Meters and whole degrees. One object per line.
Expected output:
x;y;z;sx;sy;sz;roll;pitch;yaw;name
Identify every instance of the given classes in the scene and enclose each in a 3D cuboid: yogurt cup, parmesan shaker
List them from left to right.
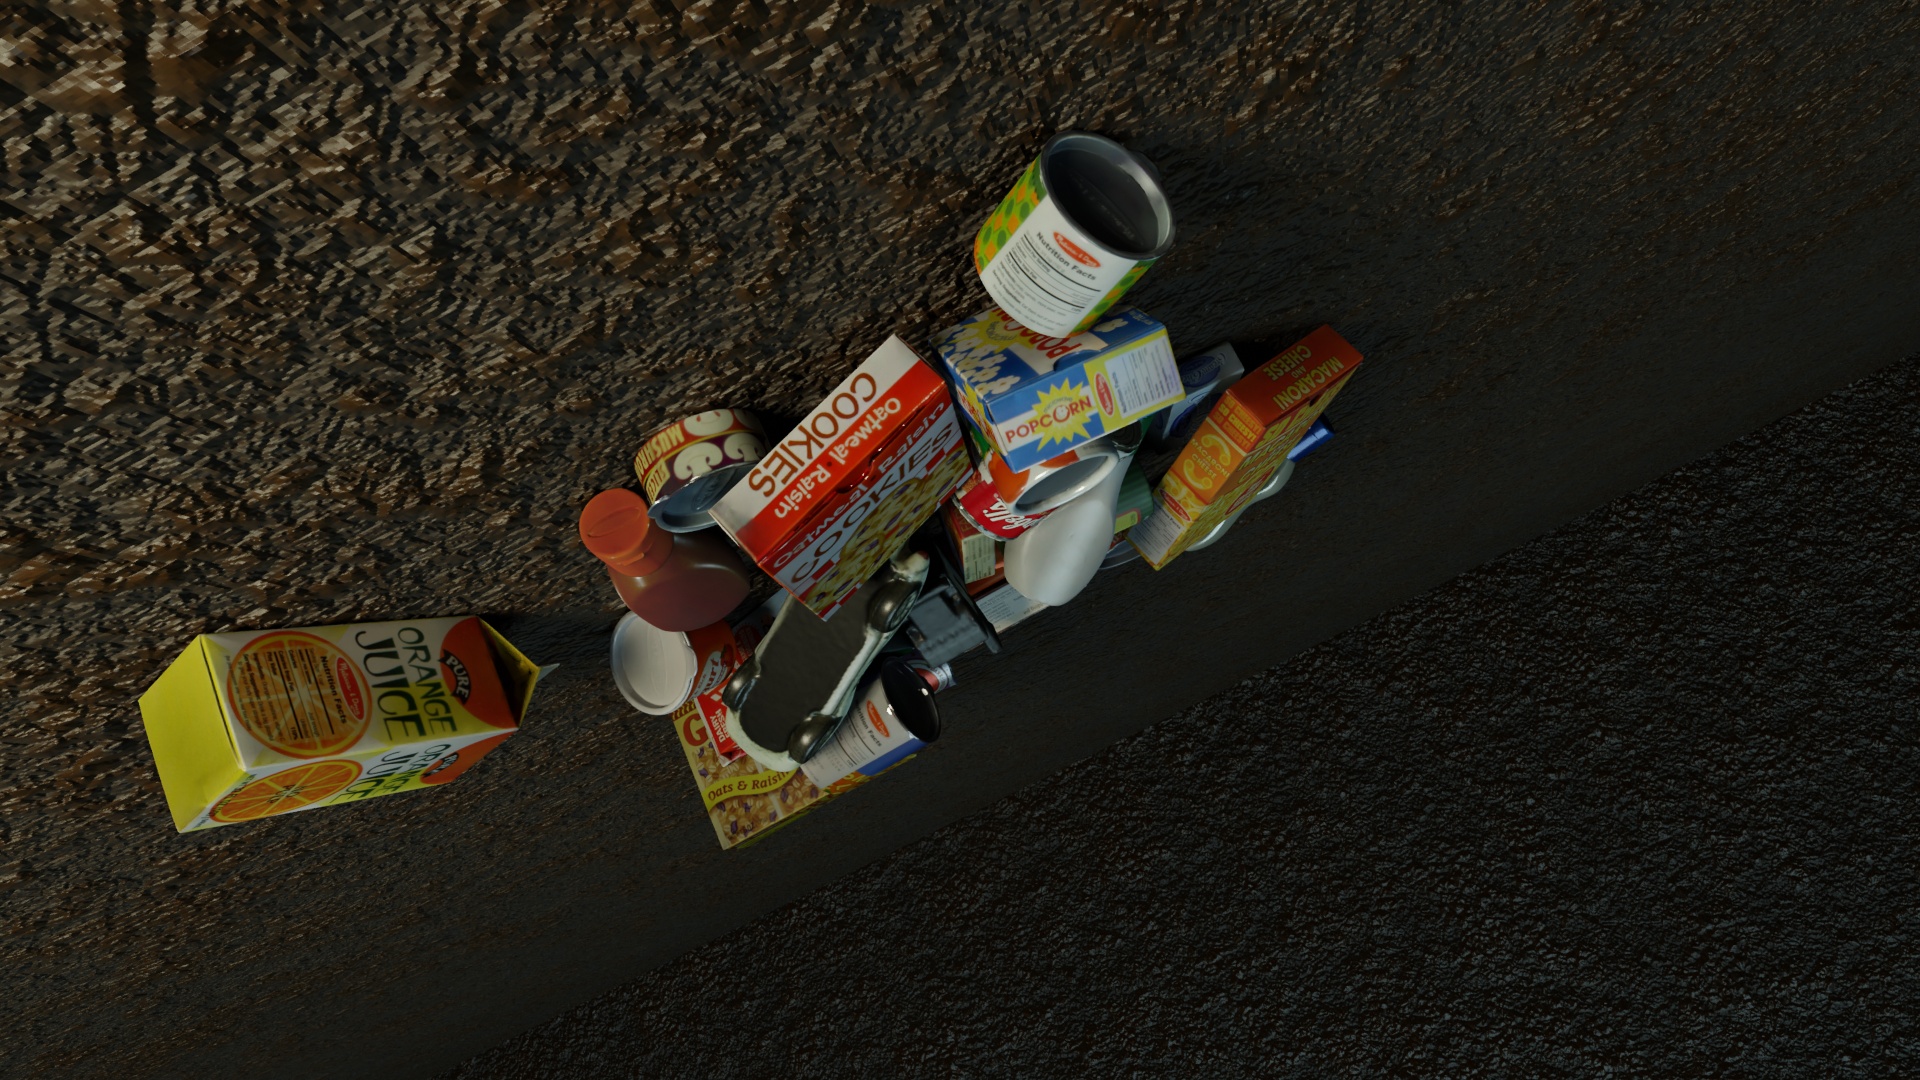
-0.180;0.072;0.879;0.072;0.072;0.054;-35;169;29;yogurt cup
0.072;-0.025;0.939;0.103;0.071;0.071;-24;164;-5;parmesan shaker

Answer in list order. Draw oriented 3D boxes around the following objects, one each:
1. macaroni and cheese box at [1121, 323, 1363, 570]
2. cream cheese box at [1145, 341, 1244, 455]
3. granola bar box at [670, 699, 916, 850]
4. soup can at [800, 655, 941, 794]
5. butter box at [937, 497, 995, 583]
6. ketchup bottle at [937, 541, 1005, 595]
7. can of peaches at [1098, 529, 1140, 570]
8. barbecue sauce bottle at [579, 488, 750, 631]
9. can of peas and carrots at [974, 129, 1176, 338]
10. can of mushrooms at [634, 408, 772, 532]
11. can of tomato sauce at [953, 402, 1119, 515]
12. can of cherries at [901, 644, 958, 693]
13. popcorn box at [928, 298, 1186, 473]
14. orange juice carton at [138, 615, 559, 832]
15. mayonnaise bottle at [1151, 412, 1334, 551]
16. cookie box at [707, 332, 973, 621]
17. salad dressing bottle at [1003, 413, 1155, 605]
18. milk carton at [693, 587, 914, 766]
0.195;-0.063;0.965;0.124;0.040;0.165;-33;163;-36;macaroni and cheese box
0.154;-0.094;0.928;0.053;0.024;0.103;-25;164;-5;cream cheese box
-0.131;0.147;1.074;0.165;0.124;0.039;-30;163;16;granola bar box
-0.065;0.127;0.958;0.083;0.071;0.071;-32;162;20;soup can
0.003;-0.011;0.908;0.024;0.053;0.103;-21;163;-5;butter box
0.014;0.013;1.016;0.149;0.043;0.064;-28;165;9;ketchup bottle
0.117;-0.018;1.048;0.071;0.058;0.071;-23;163;-7;can of peaches
-0.161;0.011;0.750;0.065;0.044;0.148;-25;163;-1;barbecue sauce bottle
0.048;-0.129;0.586;0.071;0.071;0.058;-13;160;-37;can of peas and carrots
-0.125;-0.034;0.680;0.071;0.033;0.071;-23;164;-7;can of mushrooms
0.036;-0.063;0.739;0.071;0.083;0.071;-24;163;-7;can of tomato sauce
-0.041;0.104;1.173;0.058;0.071;0.071;-23;164;-3;can of cherries
0.041;-0.082;0.647;0.085;0.038;0.127;-24;-156;-4;popcorn box
-0.305;0.088;0.723;0.071;0.073;0.193;-36;161;30;orange juice carton
0.223;-0.054;1.092;0.147;0.065;0.041;-37;163;24;mayonnaise bottle
-0.053;-0.025;0.718;0.123;0.040;0.167;-45;168;-6;cookie box
0.077;-0.031;0.871;0.064;0.044;0.147;15;113;-26;salad dressing bottle
-0.130;0.094;1.004;0.190;0.072;0.073;-36;161;33;milk carton
